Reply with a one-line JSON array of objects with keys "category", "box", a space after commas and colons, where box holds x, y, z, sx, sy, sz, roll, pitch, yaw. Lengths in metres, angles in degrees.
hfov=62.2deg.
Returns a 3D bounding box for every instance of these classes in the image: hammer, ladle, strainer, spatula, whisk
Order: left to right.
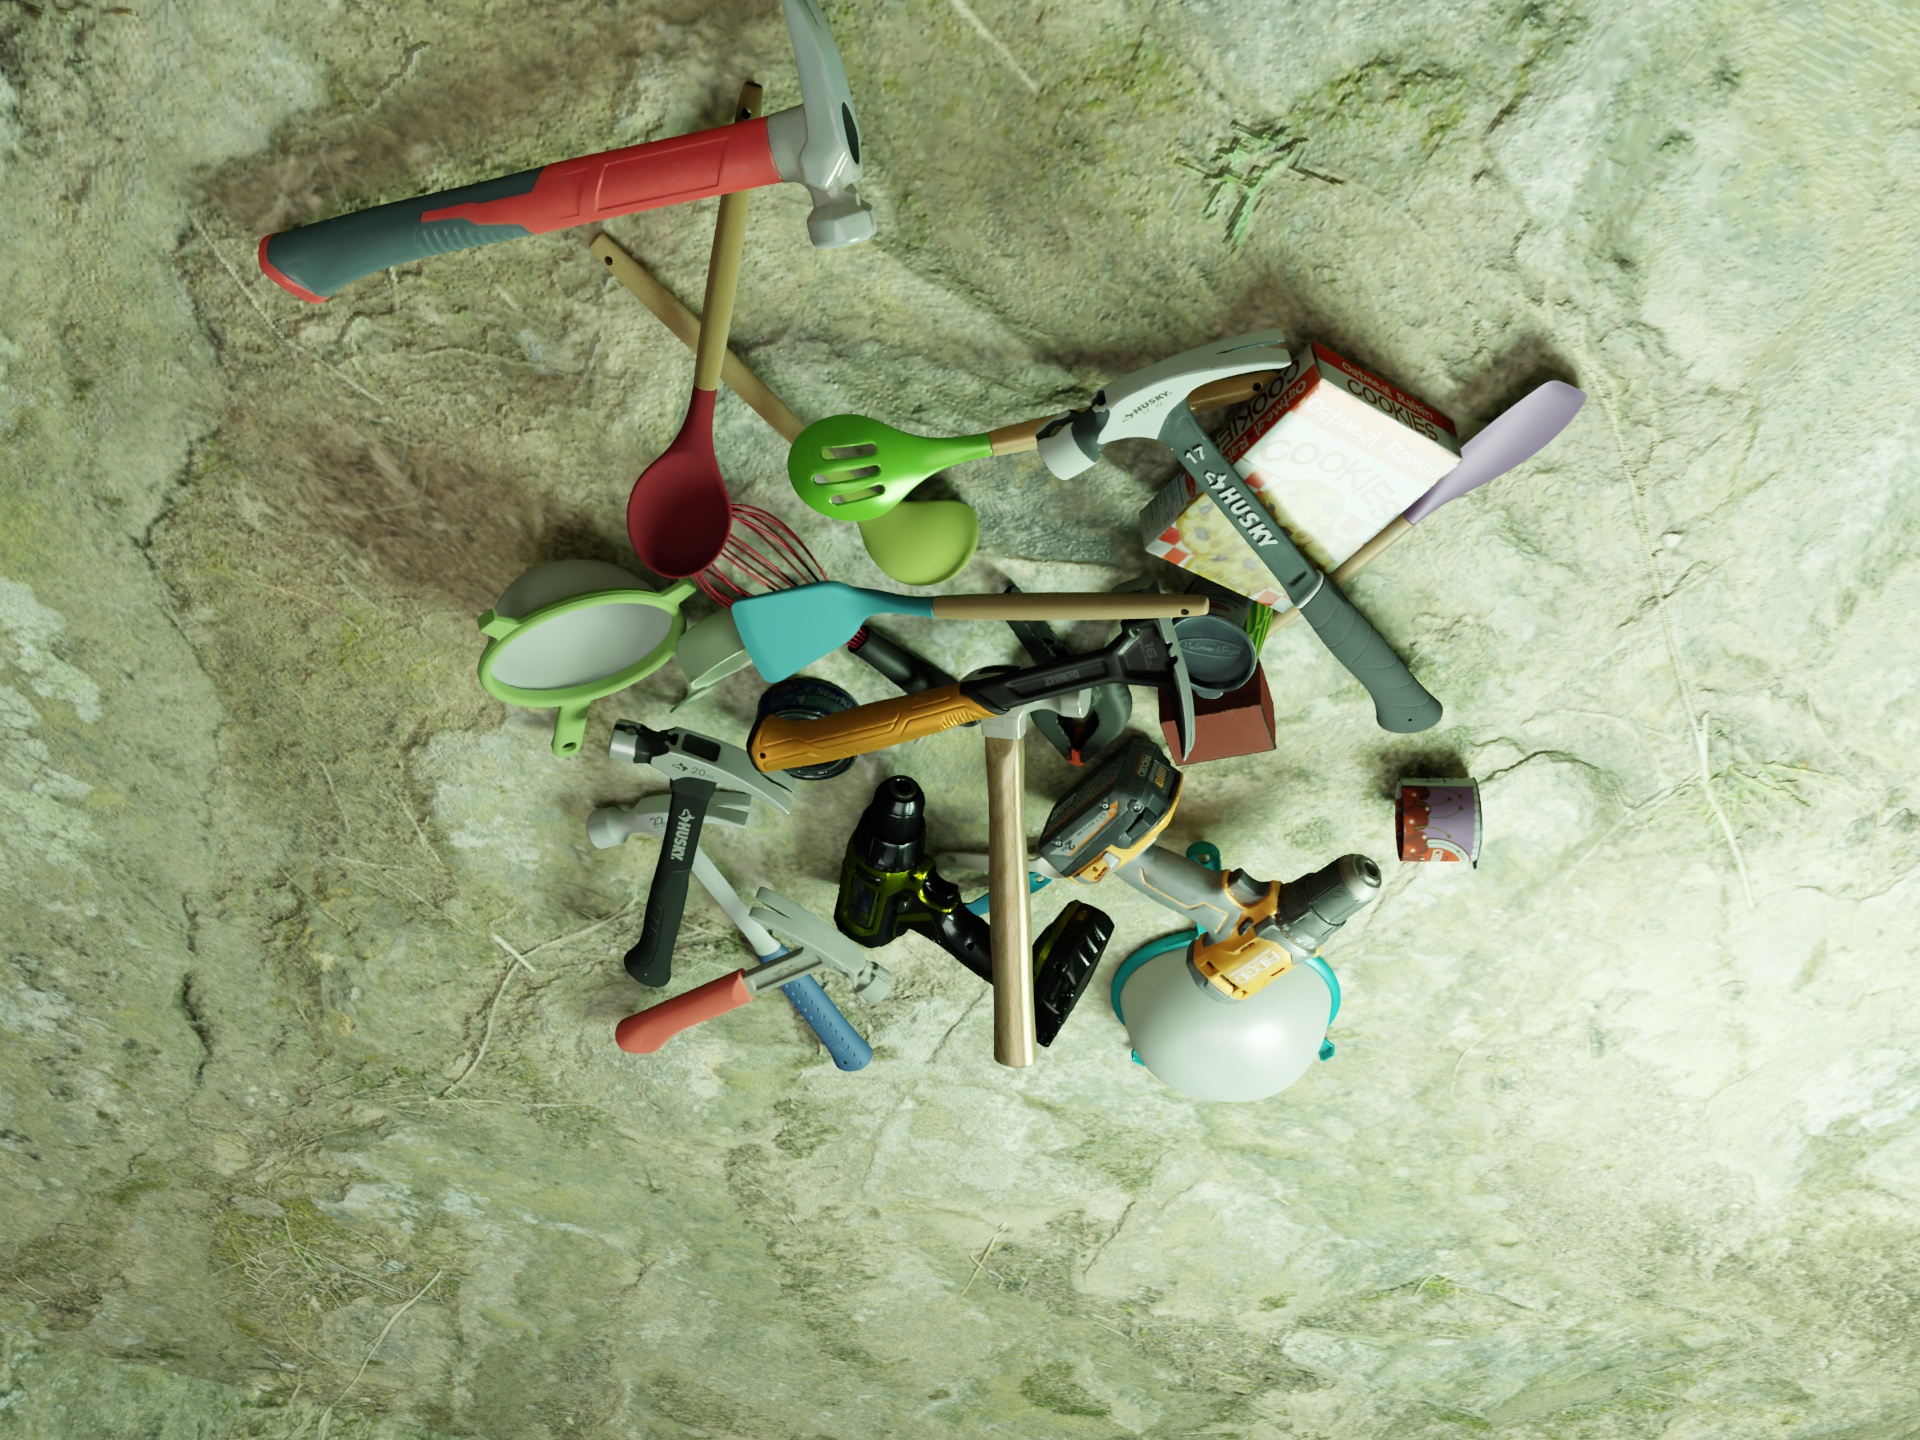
[{"category": "hammer", "box": [-0.244, -0.314, 0.910, 0.386, 0.038, 0.143, -5, 116, 19]}, {"category": "strainer", "box": [-0.294, -0.051, 1.191, 0.151, 0.069, 0.256, -14, 160, -24]}, {"category": "hammer", "box": [-0.235, 0.128, 1.336, 0.146, 0.035, 0.334, 15, 137, -7]}, {"category": "ladle", "box": [-0.153, -0.228, 0.969, 0.069, 0.031, 0.315, 17, 124, -1]}, {"category": "hammer", "box": [-0.225, 0.248, 1.465, 0.149, 0.037, 0.359, 37, 139, -24]}, {"category": "hammer", "box": [-0.177, 0.202, 1.458, 0.144, 0.035, 0.405, -12, 133, 20]}, {"category": "ladle", "box": [-0.110, -0.200, 1.031, 0.078, 0.062, 0.320, -31, 118, 35]}, {"category": "whisk", "box": [-0.087, -0.068, 1.148, 0.073, 0.073, 0.295, -30, 132, 33]}, {"category": "hammer", "box": [-0.002, -0.004, 1.134, 0.337, 0.034, 0.127, -13, 105, 23]}, {"category": "spatula", "box": [0.006, -0.067, 1.065, 0.317, 0.044, 0.082, 0, 138, 18]}, {"category": "hammer", "box": [0.034, 0.116, 1.208, 0.130, 0.031, 0.331, 5, 112, 19]}, {"category": "strainer", "box": [0.229, 0.244, 1.405, 0.211, 0.095, 0.340, -4, 137, 12]}, {"category": "hammer", "box": [0.220, -0.099, 1.026, 0.149, 0.036, 0.408, -27, 137, 25]}, {"category": "spatula", "box": [0.283, -0.122, 1.066, 0.059, 0.018, 0.316, 10, 143, -38]}]

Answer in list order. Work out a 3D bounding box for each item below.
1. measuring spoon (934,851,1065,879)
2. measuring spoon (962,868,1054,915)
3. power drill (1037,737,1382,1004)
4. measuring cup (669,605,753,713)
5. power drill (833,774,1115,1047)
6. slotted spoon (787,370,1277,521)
[{"category": "measuring spoon", "box": [0.039, 0.117, 1.359, 0.124, 0.018, 0.034, 2, 137, 15]}, {"category": "measuring spoon", "box": [0.027, 0.154, 1.399, 0.128, 0.021, 0.042, -27, 116, 19]}, {"category": "power drill", "box": [0.198, 0.114, 1.248, 0.226, 0.084, 0.185, 39, 130, -10]}, {"category": "measuring cup", "box": [-0.193, -0.044, 1.195, 0.167, 0.083, 0.038, -30, 88, 55]}, {"category": "power drill", "box": [0.005, 0.153, 1.312, 0.228, 0.080, 0.190, 29, 138, 12]}, {"category": "slotted spoon", "box": [0.044, -0.181, 0.998, 0.314, 0.031, 0.070, -11, 113, 4]}]
